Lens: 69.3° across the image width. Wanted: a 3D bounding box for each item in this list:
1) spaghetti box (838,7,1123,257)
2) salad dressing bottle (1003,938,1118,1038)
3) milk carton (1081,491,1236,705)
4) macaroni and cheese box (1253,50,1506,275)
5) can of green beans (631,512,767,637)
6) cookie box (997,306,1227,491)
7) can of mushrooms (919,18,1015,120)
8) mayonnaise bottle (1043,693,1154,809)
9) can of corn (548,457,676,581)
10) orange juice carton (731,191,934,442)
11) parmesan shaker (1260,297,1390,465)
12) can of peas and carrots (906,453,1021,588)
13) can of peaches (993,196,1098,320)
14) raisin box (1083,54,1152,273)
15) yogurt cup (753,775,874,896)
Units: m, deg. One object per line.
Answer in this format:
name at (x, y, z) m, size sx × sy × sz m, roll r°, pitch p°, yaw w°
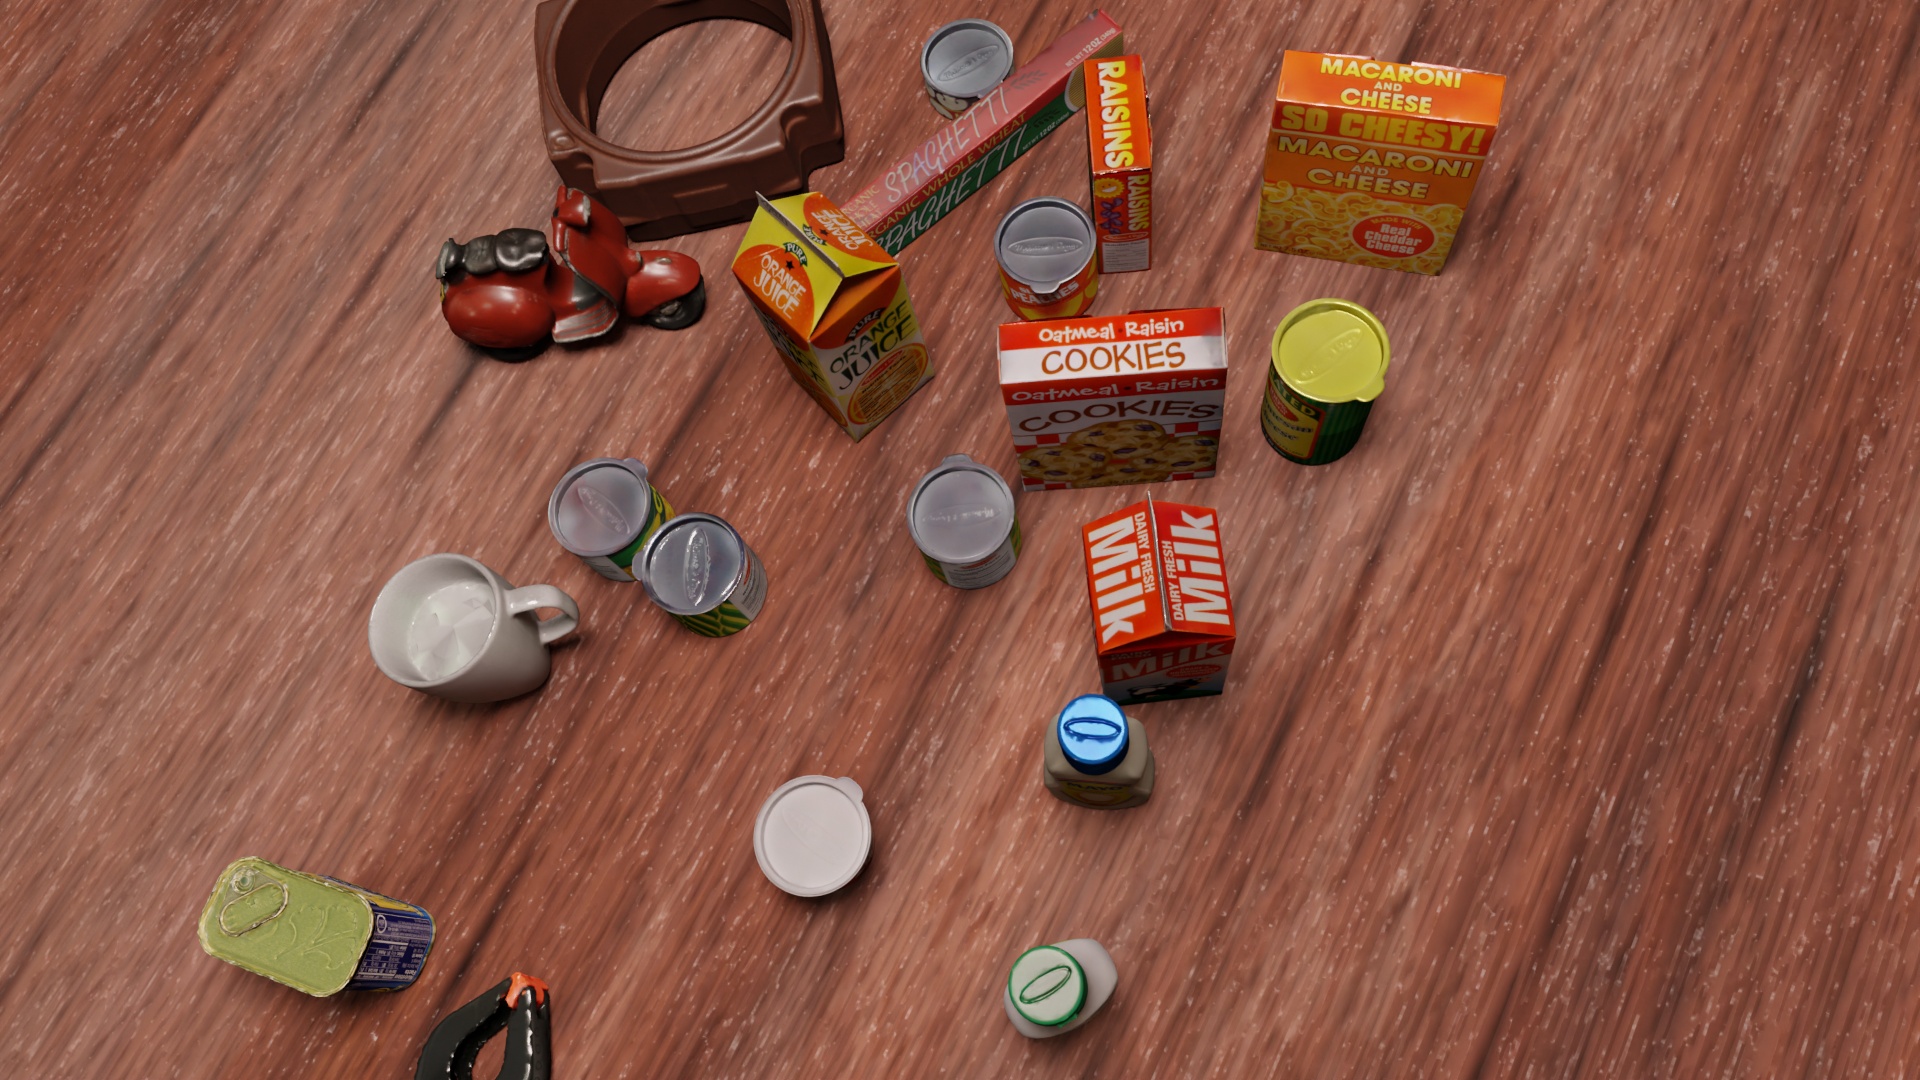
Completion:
spaghetti box at (0.011, -0.272, 0.958) m, size 0.250 × 0.050 × 0.029 m, roll -40°, pitch 71°, yaw -7°
salad dressing bottle at (0.050, 0.233, 0.725) m, size 0.064 × 0.147 × 0.044 m, roll -31°, pitch 70°, yaw -3°
milk carton at (0.108, 0.037, 0.763) m, size 0.073 × 0.190 × 0.072 m, roll -8°, pitch 71°, yaw 5°
macaroni and cheese box at (0.249, -0.228, 0.850) m, size 0.124 × 0.166 × 0.040 m, roll 11°, pitch 73°, yaw 11°
can of green beans at (-0.160, 0.022, 0.873) m, size 0.071 × 0.057 × 0.071 m, roll -2°, pitch 71°, yaw 7°
cookie box at (0.091, -0.080, 0.818) m, size 0.123 × 0.167 × 0.040 m, roll -4°, pitch 71°, yaw 6°
can of mushrooms at (0.007, -0.332, 0.989) m, size 0.071 × 0.033 × 0.071 m, roll -2°, pitch 71°, yaw 7°
mayonnaise bottle at (0.074, 0.117, 0.762) m, size 0.065 × 0.147 × 0.041 m, roll 3°, pitch 72°, yaw 9°
can of corn at (-0.220, -0.014, 0.894) m, size 0.071 × 0.058 × 0.071 m, roll -2°, pitch 71°, yaw 7°
orange juice carton at (-0.077, -0.141, 0.848) m, size 0.073 × 0.192 × 0.072 m, roll -43°, pitch 71°, yaw -7°
parmesan shaker at (0.219, -0.091, 0.840) m, size 0.071 × 0.103 × 0.071 m, roll -2°, pitch 71°, yaw 7°
can of peas and carrots at (0.003, -0.011, 0.863) m, size 0.071 × 0.058 × 0.071 m, roll -2°, pitch 71°, yaw 7°
can of peaches at (0.057, -0.181, 0.916) m, size 0.071 × 0.058 × 0.071 m, roll -2°, pitch 71°, yaw 7°
raisin box at (0.103, -0.239, 0.896) m, size 0.040 × 0.123 × 0.086 m, roll -4°, pitch 71°, yaw 6°
yogurt cup at (-0.082, 0.175, 0.812) m, size 0.072 × 0.053 × 0.072 m, roll -2°, pitch 71°, yaw 7°
